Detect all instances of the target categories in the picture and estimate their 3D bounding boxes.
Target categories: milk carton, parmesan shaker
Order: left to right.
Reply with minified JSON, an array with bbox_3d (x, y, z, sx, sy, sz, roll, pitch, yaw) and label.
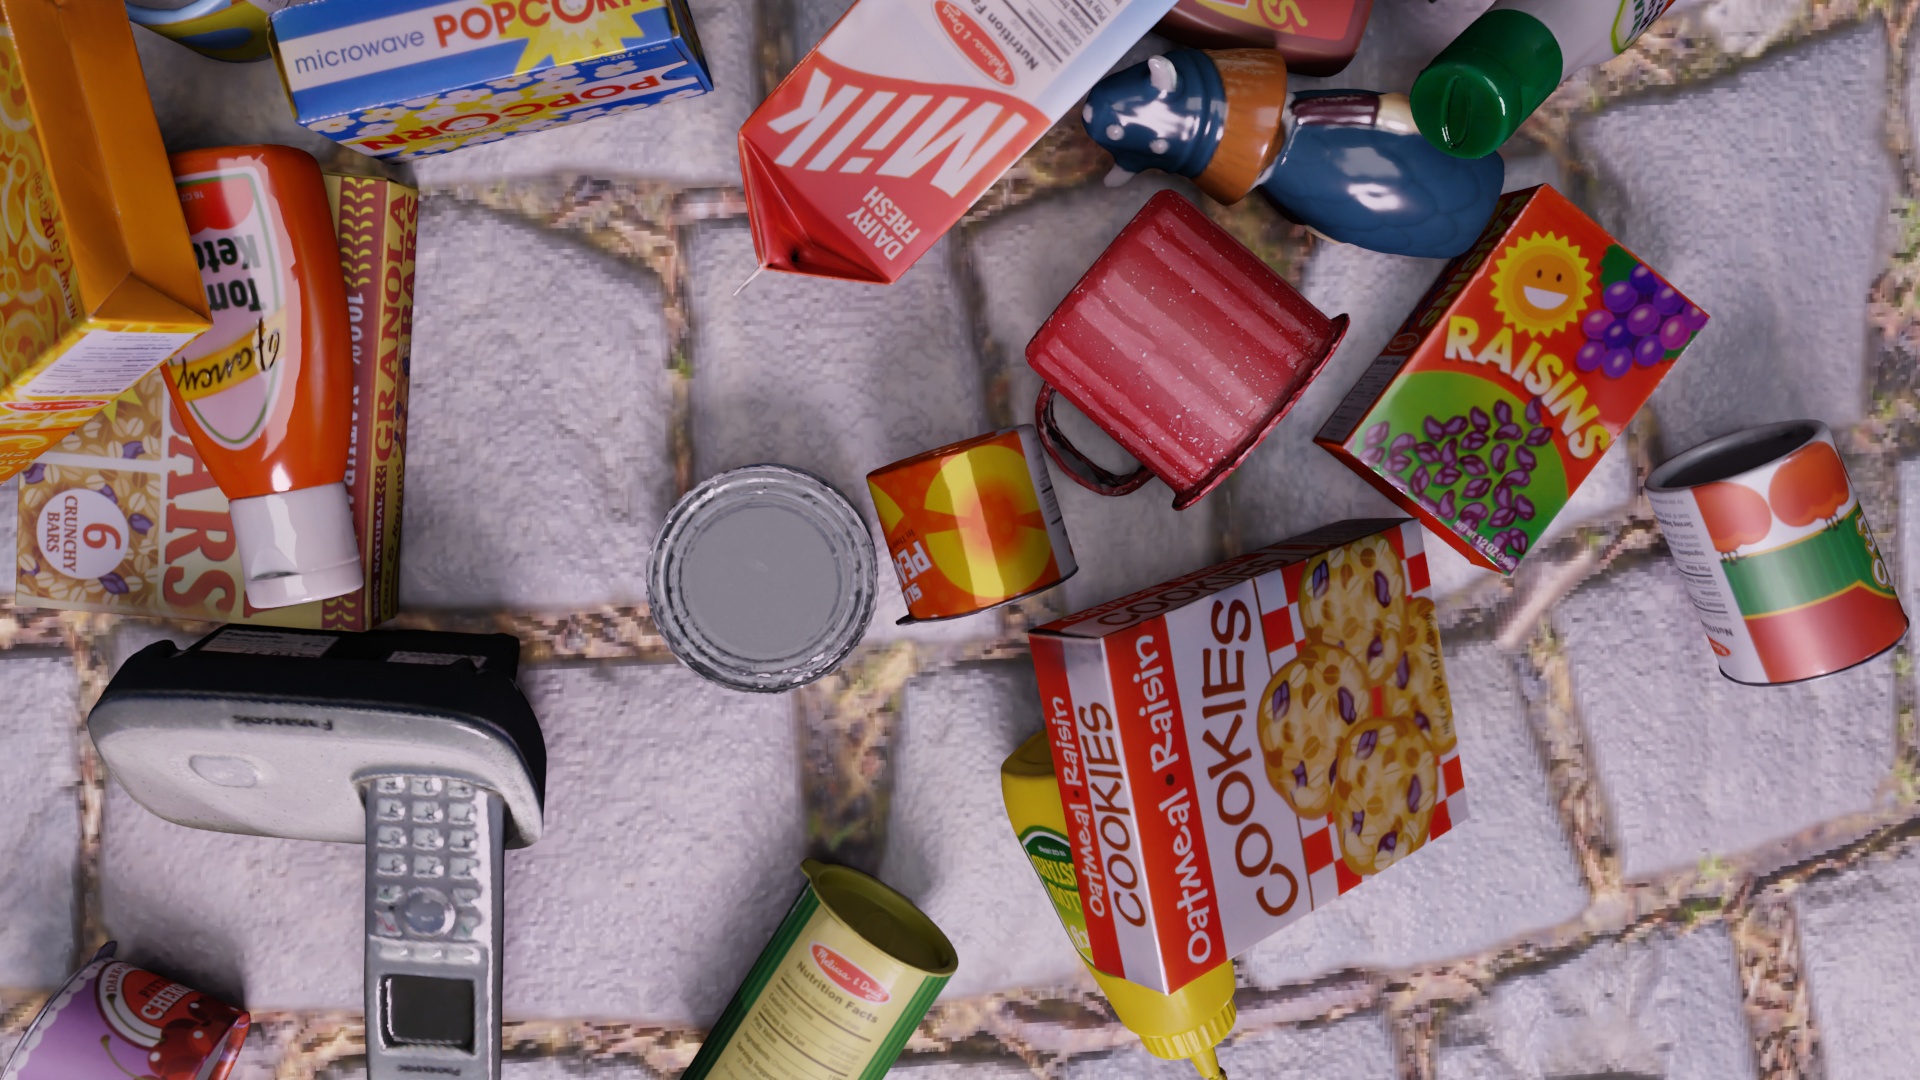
[{"bbox_3d":[-0.058,0.184,0.530,0.071,0.071,0.103,33,94,-6],"label":"parmesan shaker"},{"bbox_3d":[-0.008,-0.155,0.473,0.190,0.072,0.073,-42,103,17],"label":"milk carton"}]

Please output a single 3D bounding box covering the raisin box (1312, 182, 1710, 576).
[{"bbox_3d":[0.210,-0.061,0.534,0.086,0.040,0.123,36,94,-5],"label":"raisin box"}]

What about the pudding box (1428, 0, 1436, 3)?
[{"bbox_3d":[0.185,-0.234,0.500,0.084,0.030,0.049,-40,98,-33],"label":"pudding box"}]

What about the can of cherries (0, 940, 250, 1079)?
[{"bbox_3d":[-0.308,0.194,0.516,0.058,0.071,0.071,25,94,-6],"label":"can of cherries"}]

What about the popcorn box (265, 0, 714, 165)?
[{"bbox_3d":[-0.156,-0.167,0.479,0.127,0.085,0.038,-13,96,-1],"label":"popcorn box"}]

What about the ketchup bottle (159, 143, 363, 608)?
[{"bbox_3d":[-0.234,-0.053,0.466,0.065,0.043,0.148,-8,97,8],"label":"ketchup bottle"}]

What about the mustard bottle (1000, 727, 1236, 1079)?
[{"bbox_3d":[0.070,0.147,0.533,0.049,0.065,0.160,-30,101,-32],"label":"mustard bottle"}]

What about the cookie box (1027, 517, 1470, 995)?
[{"bbox_3d":[0.109,0.069,0.501,0.168,0.040,0.122,-16,98,-34],"label":"cookie box"}]

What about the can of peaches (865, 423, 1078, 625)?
[{"bbox_3d":[0.002,-0.006,0.513,0.071,0.071,0.058,-17,96,-1],"label":"can of peaches"}]

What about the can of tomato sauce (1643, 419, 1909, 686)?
[{"bbox_3d":[0.313,0.003,0.532,0.071,0.071,0.083,-26,96,0],"label":"can of tomato sauce"}]

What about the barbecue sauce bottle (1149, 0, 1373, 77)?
[{"bbox_3d":[0.076,-0.216,0.508,0.149,0.043,0.065,11,92,-4],"label":"barbecue sauce bottle"}]

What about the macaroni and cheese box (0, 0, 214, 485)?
[{"bbox_3d":[-0.317,-0.093,0.450,0.166,0.040,0.124,-22,83,31],"label":"macaroni and cheese box"}]

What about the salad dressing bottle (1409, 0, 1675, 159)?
[{"bbox_3d":[0.214,-0.188,0.490,0.044,0.064,0.148,32,63,33],"label":"salad dressing bottle"}]

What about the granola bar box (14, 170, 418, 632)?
[{"bbox_3d":[-0.270,-0.054,0.507,0.124,0.039,0.165,5,96,-4],"label":"granola bar box"}]

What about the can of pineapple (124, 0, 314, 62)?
[{"bbox_3d":[-0.268,-0.206,0.482,0.071,0.058,0.071,0,96,-3],"label":"can of pineapple"}]
